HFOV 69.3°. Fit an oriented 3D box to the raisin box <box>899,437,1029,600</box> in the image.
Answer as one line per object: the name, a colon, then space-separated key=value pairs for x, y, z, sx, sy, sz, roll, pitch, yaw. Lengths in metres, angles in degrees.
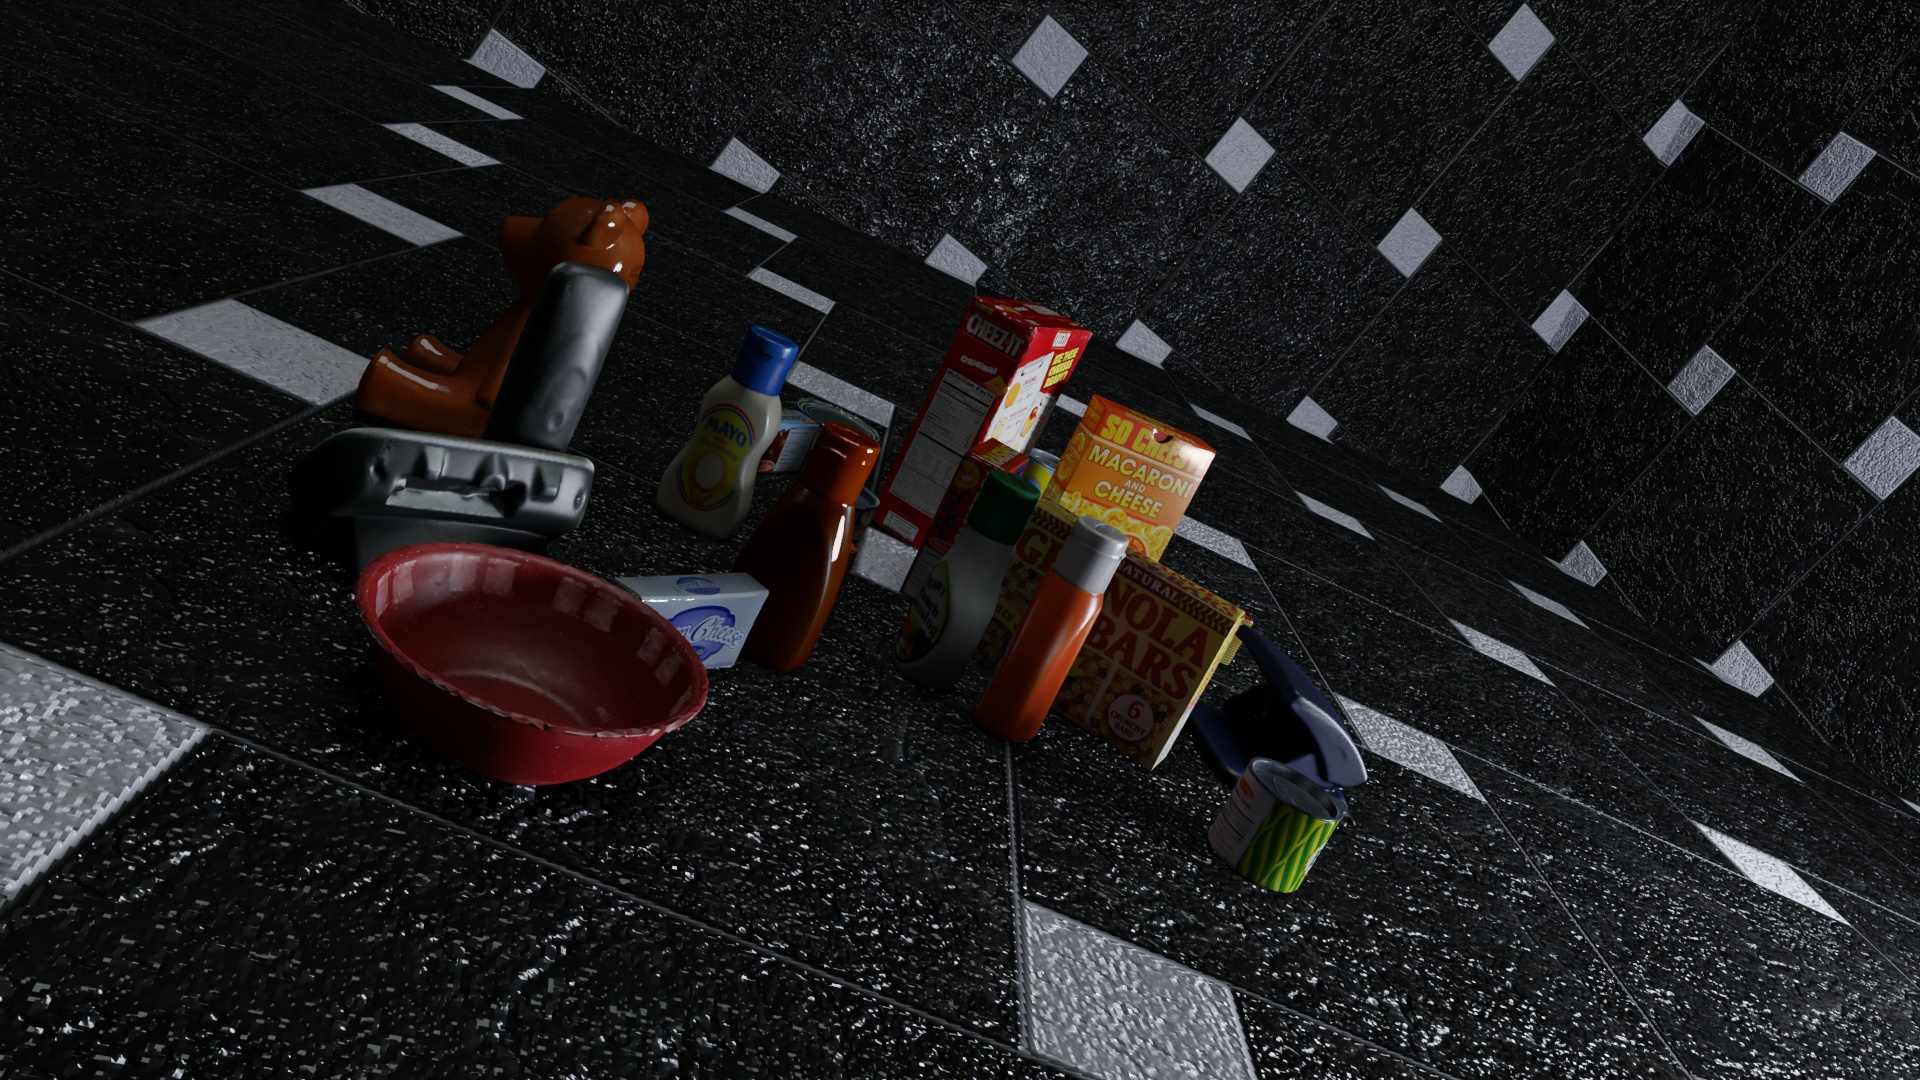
raisin box: x=0.004 y=-0.013 z=1.073 sx=0.040 sy=0.123 sz=0.086 roll=28 pitch=16 yaw=8

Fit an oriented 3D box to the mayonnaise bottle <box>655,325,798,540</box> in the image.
mayonnaise bottle: x=-0.160 y=-0.077 z=0.977 sx=0.065 sy=0.147 sz=0.041 roll=27 pitch=15 yaw=4

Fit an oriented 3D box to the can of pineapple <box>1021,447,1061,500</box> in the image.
can of pineapple: x=0.083 y=-0.059 z=1.457 sx=0.071 sy=0.057 sz=0.071 roll=24 pitch=16 yaw=-7

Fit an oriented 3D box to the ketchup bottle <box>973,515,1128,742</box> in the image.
ketchup bottle: x=0.060 y=0.057 z=0.894 sx=0.043 sy=0.148 sz=0.065 roll=30 pitch=16 yaw=12

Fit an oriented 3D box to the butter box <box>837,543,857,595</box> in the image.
butter box: x=-0.104 y=0.005 z=0.975 sx=0.024 sy=0.053 sz=0.104 roll=18 pitch=18 yaw=-27

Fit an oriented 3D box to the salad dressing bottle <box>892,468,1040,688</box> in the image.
salad dressing bottle: x=0.005 y=0.025 z=0.911 sx=0.044 sy=0.147 sz=0.064 roll=18 pitch=17 yaw=-27

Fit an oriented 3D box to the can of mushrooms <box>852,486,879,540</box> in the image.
can of mushrooms: x=-0.101 y=-0.028 z=1.120 sx=0.071 sy=0.033 sz=0.071 roll=24 pitch=16 yaw=-7

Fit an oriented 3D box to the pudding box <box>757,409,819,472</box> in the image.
pudding box: x=-0.160 y=-0.085 z=1.177 sx=0.030 sy=0.049 sz=0.084 roll=33 pitch=17 yaw=23

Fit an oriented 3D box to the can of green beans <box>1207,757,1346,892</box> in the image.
can of green beans: x=0.200 y=0.181 z=0.885 sx=0.071 sy=0.057 sz=0.071 roll=24 pitch=16 yaw=-7

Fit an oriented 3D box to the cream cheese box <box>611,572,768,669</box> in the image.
cream cheese box: x=-0.156 y=0.046 z=0.767 sx=0.024 sy=0.053 sz=0.104 roll=35 pitch=18 yaw=28

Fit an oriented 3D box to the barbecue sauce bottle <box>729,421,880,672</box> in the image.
barbecue sauce bottle: x=-0.094 y=0.002 z=0.828 sx=0.065 sy=0.148 sz=0.044 roll=29 pitch=16 yaw=8

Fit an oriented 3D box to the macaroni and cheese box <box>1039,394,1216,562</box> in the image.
macaroni and cheese box: x=0.141 y=-0.034 z=1.271 sx=0.124 sy=0.166 sz=0.040 roll=19 pitch=17 yaw=-23

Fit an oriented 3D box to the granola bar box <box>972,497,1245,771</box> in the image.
granola bar box: x=0.097 y=0.063 z=0.975 sx=0.166 sy=0.124 sz=0.039 roll=32 pitch=16 yaw=18

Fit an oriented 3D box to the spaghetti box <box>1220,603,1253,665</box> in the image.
spaghetti box: x=0.142 y=0.045 z=1.237 sx=0.250 sy=0.050 sz=0.029 roll=22 pitch=16 yaw=-15
